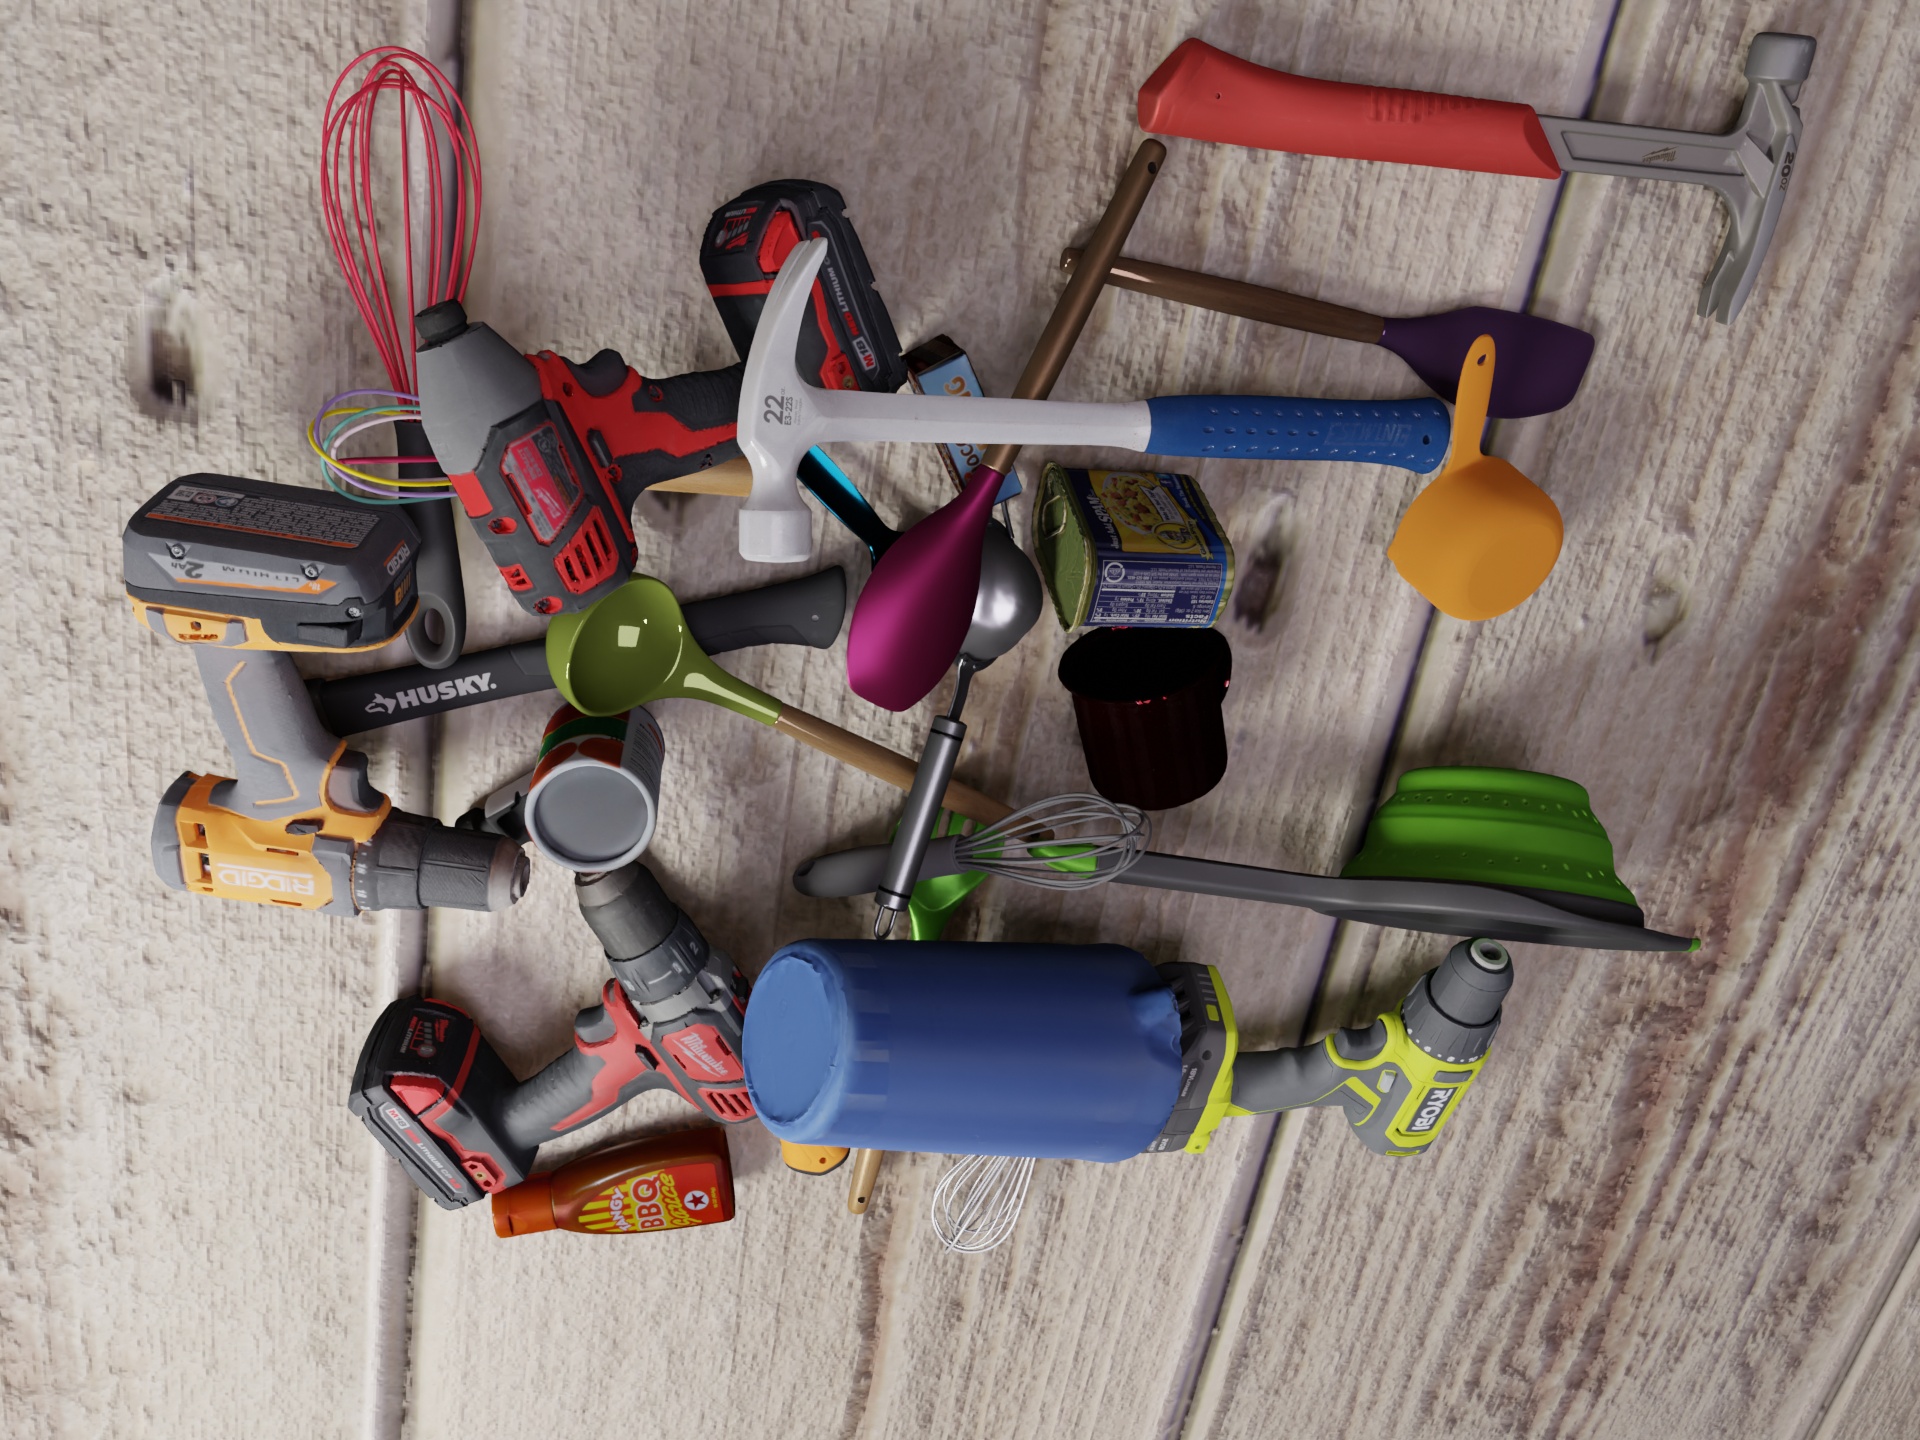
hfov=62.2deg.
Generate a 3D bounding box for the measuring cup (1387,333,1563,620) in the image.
[{"bbox_3d":[0.292,-0.128,0.873,0.095,0.052,0.173,-23,138,-11],"label":"measuring cup"}]

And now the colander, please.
[{"bbox_3d":[0.238,0.068,0.947,0.397,0.204,0.094,8,81,-9],"label":"colander"}]

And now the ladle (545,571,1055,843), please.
[{"bbox_3d":[-0.074,0.010,0.863,0.320,0.062,0.078,26,93,-24],"label":"ladle"}]

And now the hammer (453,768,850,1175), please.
[{"bbox_3d":[-0.155,0.156,0.965,0.127,0.034,0.336,-29,117,5],"label":"hammer"}]

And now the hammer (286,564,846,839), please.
[{"bbox_3d":[-0.225,-0.036,0.861,0.334,0.035,0.146,-13,117,-5],"label":"hammer"}]

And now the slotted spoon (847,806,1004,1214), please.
[{"bbox_3d":[-0.035,0.180,0.995,0.070,0.031,0.313,8,111,-14],"label":"slotted spoon"}]

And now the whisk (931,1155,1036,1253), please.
[{"bbox_3d":[0.052,0.253,1.045,0.058,0.059,0.246,31,103,7],"label":"whisk"}]

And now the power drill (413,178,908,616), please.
[{"bbox_3d":[-0.141,-0.160,0.736,0.220,0.079,0.143,-38,121,-27],"label":"power drill"}]

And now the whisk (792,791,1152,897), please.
[{"bbox_3d":[-0.001,0.078,0.896,0.239,0.055,0.055,-12,122,33],"label":"whisk"}]

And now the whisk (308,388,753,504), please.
[{"bbox_3d":[-0.190,-0.123,0.774,0.244,0.047,0.051,-1,109,-38],"label":"whisk"}]

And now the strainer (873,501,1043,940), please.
[{"bbox_3d":[-0.001,-0.003,0.864,0.086,0.050,0.258,19,89,-59],"label":"strainer"}]

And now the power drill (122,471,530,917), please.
[{"bbox_3d":[-0.307,0.004,0.787,0.185,0.084,0.226,9,122,-2],"label":"power drill"}]

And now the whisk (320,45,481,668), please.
[{"bbox_3d":[-0.262,-0.164,0.765,0.073,0.073,0.295,-1,112,-10],"label":"whisk"}]

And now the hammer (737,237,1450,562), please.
[{"bbox_3d":[0.083,-0.155,0.801,0.405,0.035,0.144,-4,104,-27],"label":"hammer"}]

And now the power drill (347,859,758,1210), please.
[{"bbox_3d":[-0.231,0.176,0.909,0.226,0.080,0.187,-20,121,11],"label":"power drill"}]

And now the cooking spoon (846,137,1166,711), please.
[{"bbox_3d":[0.028,-0.150,0.809,0.068,0.017,0.319,26,91,-34],"label":"cooking spoon"}]

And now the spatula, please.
[{"bbox_3d":[0.203,-0.215,0.865,0.315,0.018,0.059,9,116,-15],"label":"spatula"}]

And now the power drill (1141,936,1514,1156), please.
[{"bbox_3d":[0.229,0.207,1.017,0.228,0.080,0.190,2,133,-11],"label":"power drill"}]

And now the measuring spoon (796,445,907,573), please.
[{"bbox_3d":[-0.060,-0.112,0.865,0.128,0.021,0.042,46,73,-20],"label":"measuring spoon"}]

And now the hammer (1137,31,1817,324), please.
[{"bbox_3d":[0.267,-0.295,0.829,0.359,0.037,0.149,1,115,-12],"label":"hammer"}]
